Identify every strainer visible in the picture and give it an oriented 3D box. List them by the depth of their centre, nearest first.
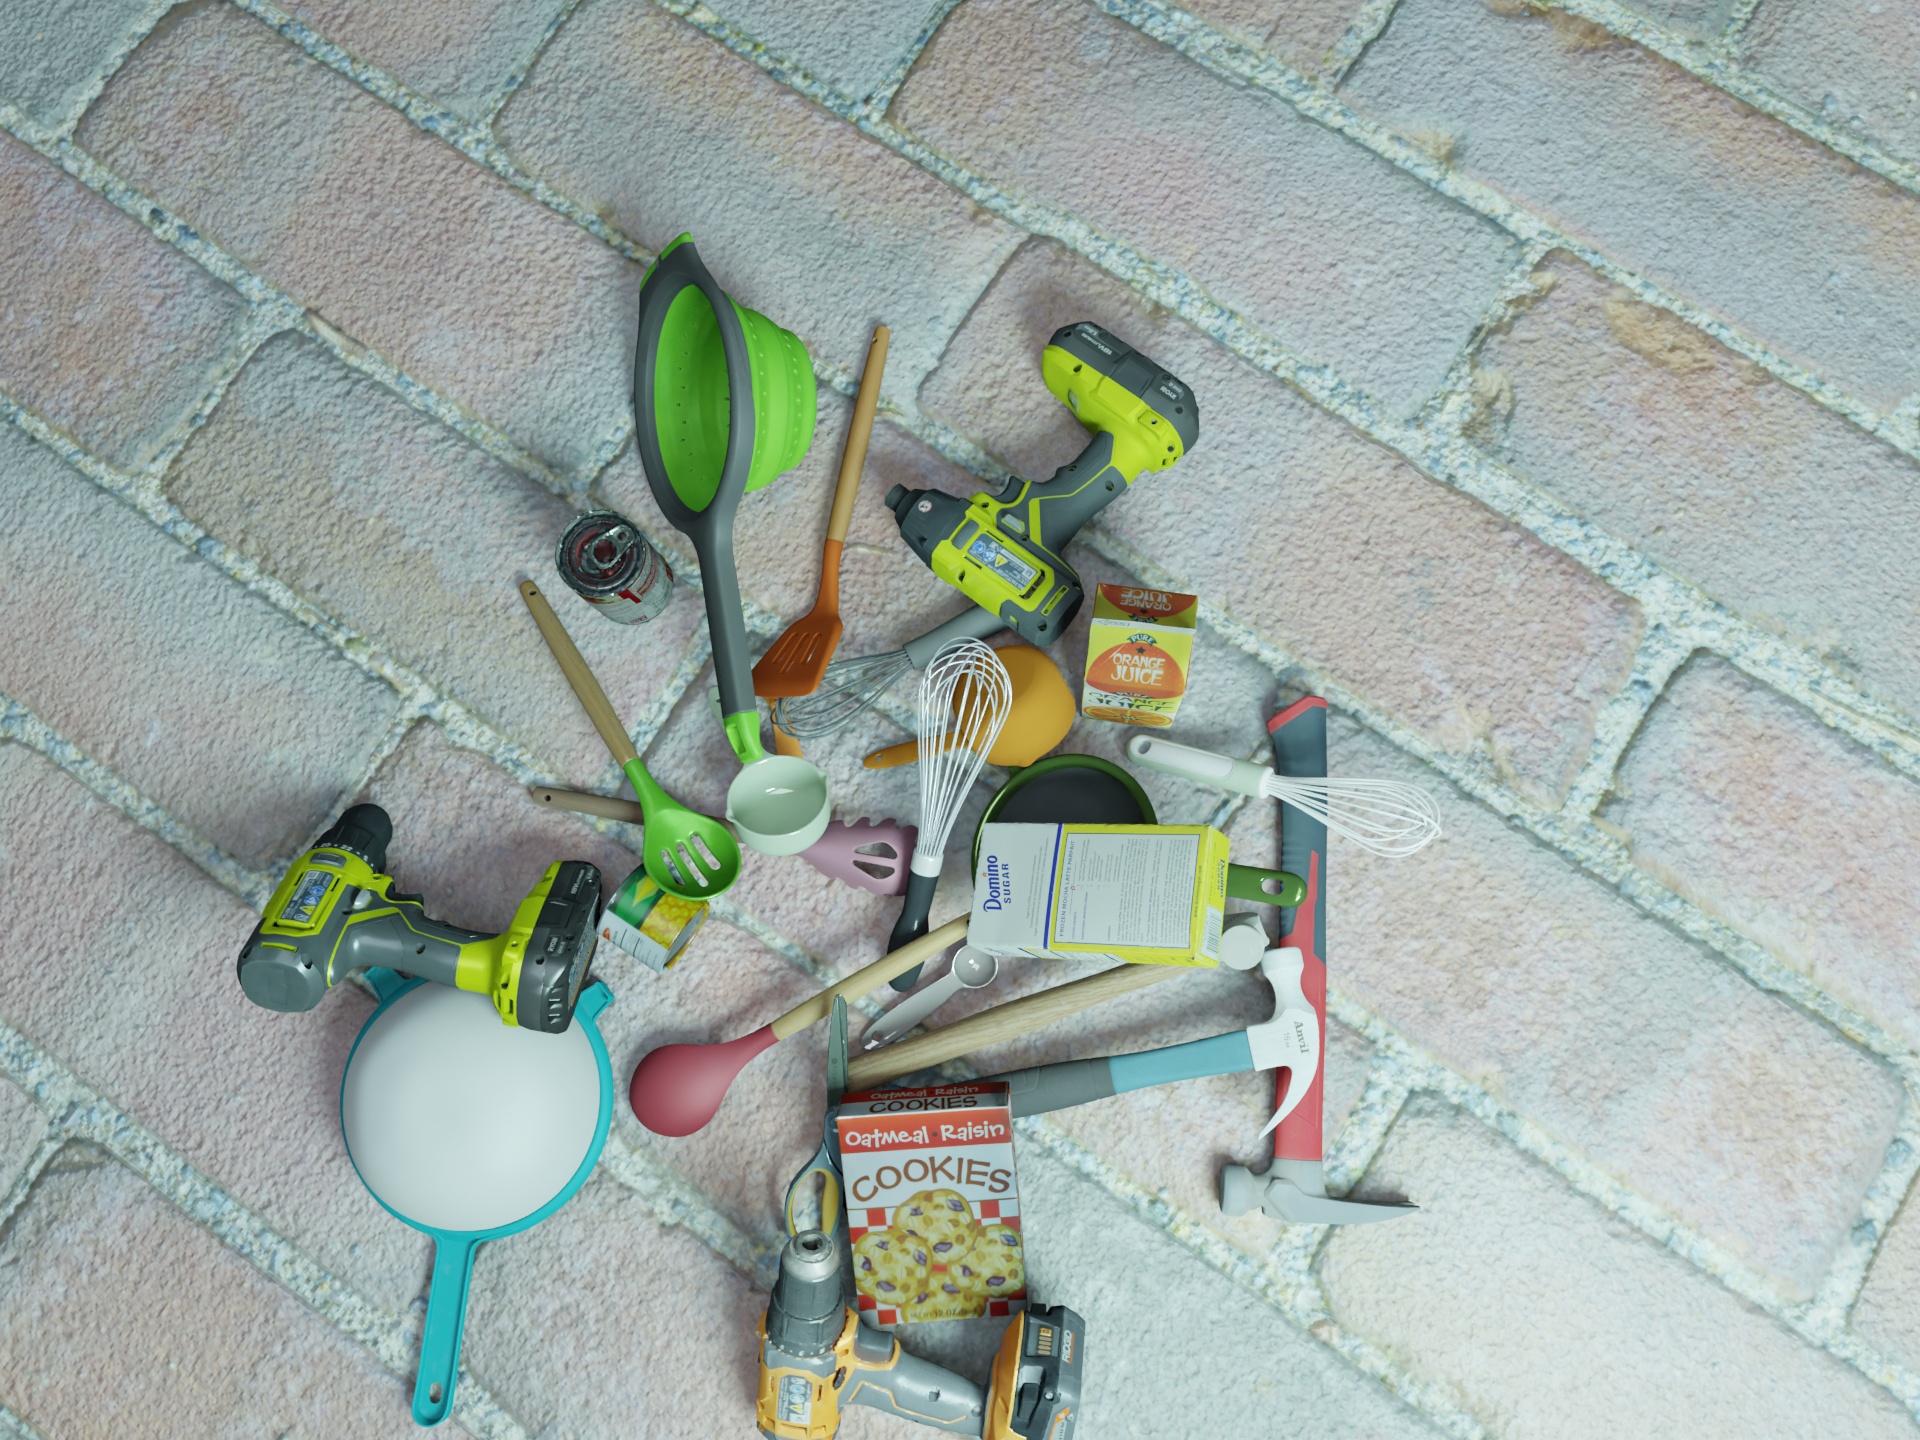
[{"bbox_3d":[0.133,0.110,1.160,0.256,0.069,0.151,7,77,29],"label":"strainer"},{"bbox_3d":[-0.376,0.344,1.162,0.211,0.095,0.340,5,80,3],"label":"strainer"}]

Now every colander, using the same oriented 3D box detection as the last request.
[{"bbox_3d":[-0.160,-0.167,1.221,0.094,0.204,0.397,-6,84,-31],"label":"colander"}]

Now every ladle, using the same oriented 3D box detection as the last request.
[{"bbox_3d":[-0.114,0.219,1.179,0.315,0.031,0.069,-30,86,6],"label":"ladle"}]

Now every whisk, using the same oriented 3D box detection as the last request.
[{"bbox_3d":[-0.019,0.074,1.166,0.070,0.070,0.284,15,109,5],"label":"whisk"},{"bbox_3d":[0.232,0.048,1.170,0.246,0.059,0.058,15,72,29],"label":"whisk"},{"bbox_3d":[-0.038,-0.049,1.236,0.239,0.055,0.055,-27,81,-6],"label":"whisk"}]

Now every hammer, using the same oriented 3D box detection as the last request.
[{"bbox_3d":[0.098,0.260,1.162,0.331,0.033,0.128,-13,76,9],"label":"hammer"},{"bbox_3d":[0.066,0.208,1.165,0.331,0.130,0.031,-22,86,10],"label":"hammer"},{"bbox_3d":[0.271,0.174,1.188,0.143,0.038,0.386,3,81,2],"label":"hammer"}]

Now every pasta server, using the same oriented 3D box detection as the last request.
[{"bbox_3d":[-0.179,0.085,1.230,0.316,0.040,0.060,10,90,9],"label":"pasta server"}]

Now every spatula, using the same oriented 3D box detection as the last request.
[{"bbox_3d":[-0.100,-0.167,1.259,0.081,0.041,0.323,3,76,38],"label":"spatula"}]

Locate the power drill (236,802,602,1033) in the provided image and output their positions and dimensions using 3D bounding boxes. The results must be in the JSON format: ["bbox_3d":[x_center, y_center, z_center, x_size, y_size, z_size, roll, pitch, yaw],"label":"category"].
[{"bbox_3d":[-0.388,0.142,1.176,0.228,0.191,0.080,9,125,-2],"label":"power drill"}]

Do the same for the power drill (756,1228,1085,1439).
[{"bbox_3d":[-0.030,0.439,1.102,0.226,0.084,0.185,8,119,4],"label":"power drill"}]

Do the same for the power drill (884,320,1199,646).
[{"bbox_3d":[0.064,-0.189,1.226,0.171,0.080,0.223,37,79,12],"label":"power drill"}]

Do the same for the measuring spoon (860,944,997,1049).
[{"bbox_3d":[-0.025,0.211,1.210,0.124,0.018,0.034,-36,92,3],"label":"measuring spoon"}]

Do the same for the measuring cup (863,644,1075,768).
[{"bbox_3d":[-0.002,-0.004,1.210,0.173,0.052,0.095,-16,45,12],"label":"measuring cup"}]

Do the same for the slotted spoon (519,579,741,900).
[{"bbox_3d":[-0.264,0.012,1.227,0.070,0.031,0.314,-26,69,-24],"label":"slotted spoon"}]

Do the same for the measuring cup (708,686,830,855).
[{"bbox_3d":[-0.156,0.038,1.220,0.083,0.038,0.168,-24,51,-16],"label":"measuring cup"}]

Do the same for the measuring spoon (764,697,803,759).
[{"bbox_3d":[-0.135,0.025,1.244,0.021,0.011,0.117,-14,82,1],"label":"measuring spoon"}]
